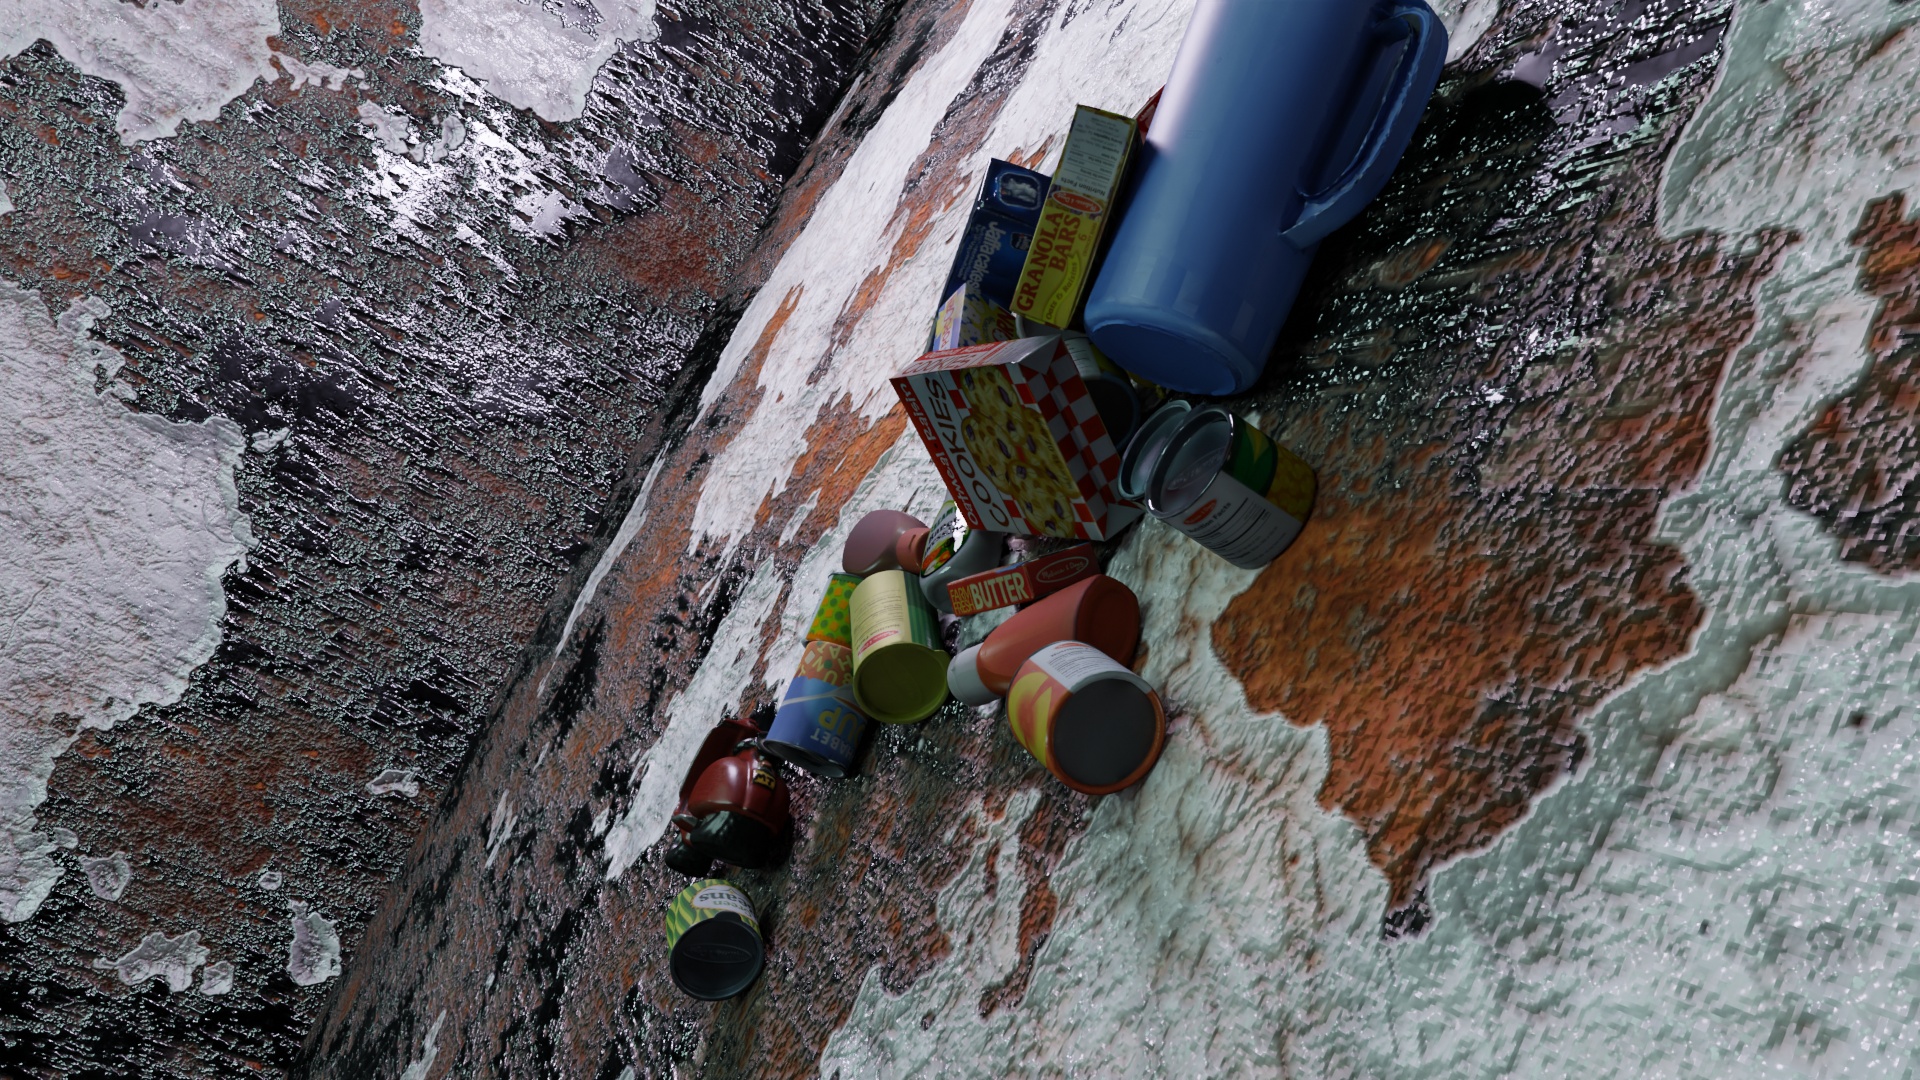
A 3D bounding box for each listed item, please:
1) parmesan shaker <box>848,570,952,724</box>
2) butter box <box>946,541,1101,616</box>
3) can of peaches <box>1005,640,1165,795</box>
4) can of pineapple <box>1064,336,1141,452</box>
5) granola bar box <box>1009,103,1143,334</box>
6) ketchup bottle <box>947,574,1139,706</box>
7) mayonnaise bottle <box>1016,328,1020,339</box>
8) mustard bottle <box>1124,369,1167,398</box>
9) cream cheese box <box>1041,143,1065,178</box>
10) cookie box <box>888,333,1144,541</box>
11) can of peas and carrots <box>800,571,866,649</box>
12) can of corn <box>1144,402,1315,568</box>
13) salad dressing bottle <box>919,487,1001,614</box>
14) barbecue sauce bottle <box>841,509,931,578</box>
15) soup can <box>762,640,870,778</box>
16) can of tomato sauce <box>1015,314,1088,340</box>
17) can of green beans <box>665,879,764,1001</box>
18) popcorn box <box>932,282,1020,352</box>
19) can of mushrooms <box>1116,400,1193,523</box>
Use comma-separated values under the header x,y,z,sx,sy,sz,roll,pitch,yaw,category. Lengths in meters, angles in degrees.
x,y,z,sx,sy,sz,roll,pitch,yaw,category
-0.042,0.072,0.982,0.071,0.071,0.103,-52,21,19,parmesan shaker
0.038,0.026,0.877,0.103,0.053,0.024,-18,89,60,butter box
0.064,0.093,0.712,0.071,0.071,0.058,-60,21,0,can of peaches
0.083,-0.092,0.917,0.070,0.071,0.058,-51,24,22,can of pineapple
0.077,-0.193,0.865,0.166,0.039,0.124,-39,-32,-78,granola bar box
0.044,0.067,0.821,0.148,0.043,0.065,-28,37,54,ketchup bottle
0.071,-0.187,1.102,0.064,0.041,0.149,-48,22,46,mayonnaise bottle
0.126,-0.143,0.909,0.065,0.049,0.161,-52,21,34,mustard bottle
0.092,-0.300,1.191,0.103,0.053,0.024,-49,25,27,cream cheese box
0.032,-0.065,0.889,0.040,0.122,0.167,-35,19,-23,cookie box
-0.081,0.066,1.080,0.071,0.071,0.059,-19,45,60,can of peas and carrots
0.138,-0.029,0.713,0.071,0.058,0.071,-48,24,29,can of corn
0.004,-0.013,1.019,0.064,0.044,0.148,-37,30,33,salad dressing bottle
-0.048,0.007,1.112,0.065,0.043,0.148,-63,22,-10,barbecue sauce bottle
-0.098,0.127,1.035,0.071,0.071,0.084,-20,43,59,soup can
0.078,-0.174,1.008,0.071,0.071,0.083,-45,13,34,can of tomato sauce
-0.177,0.285,0.996,0.071,0.071,0.058,-58,20,5,can of green beans
0.021,-0.135,1.086,0.038,0.085,0.127,-44,25,34,popcorn box
0.124,-0.044,0.802,0.070,0.033,0.071,-47,23,28,can of mushrooms
